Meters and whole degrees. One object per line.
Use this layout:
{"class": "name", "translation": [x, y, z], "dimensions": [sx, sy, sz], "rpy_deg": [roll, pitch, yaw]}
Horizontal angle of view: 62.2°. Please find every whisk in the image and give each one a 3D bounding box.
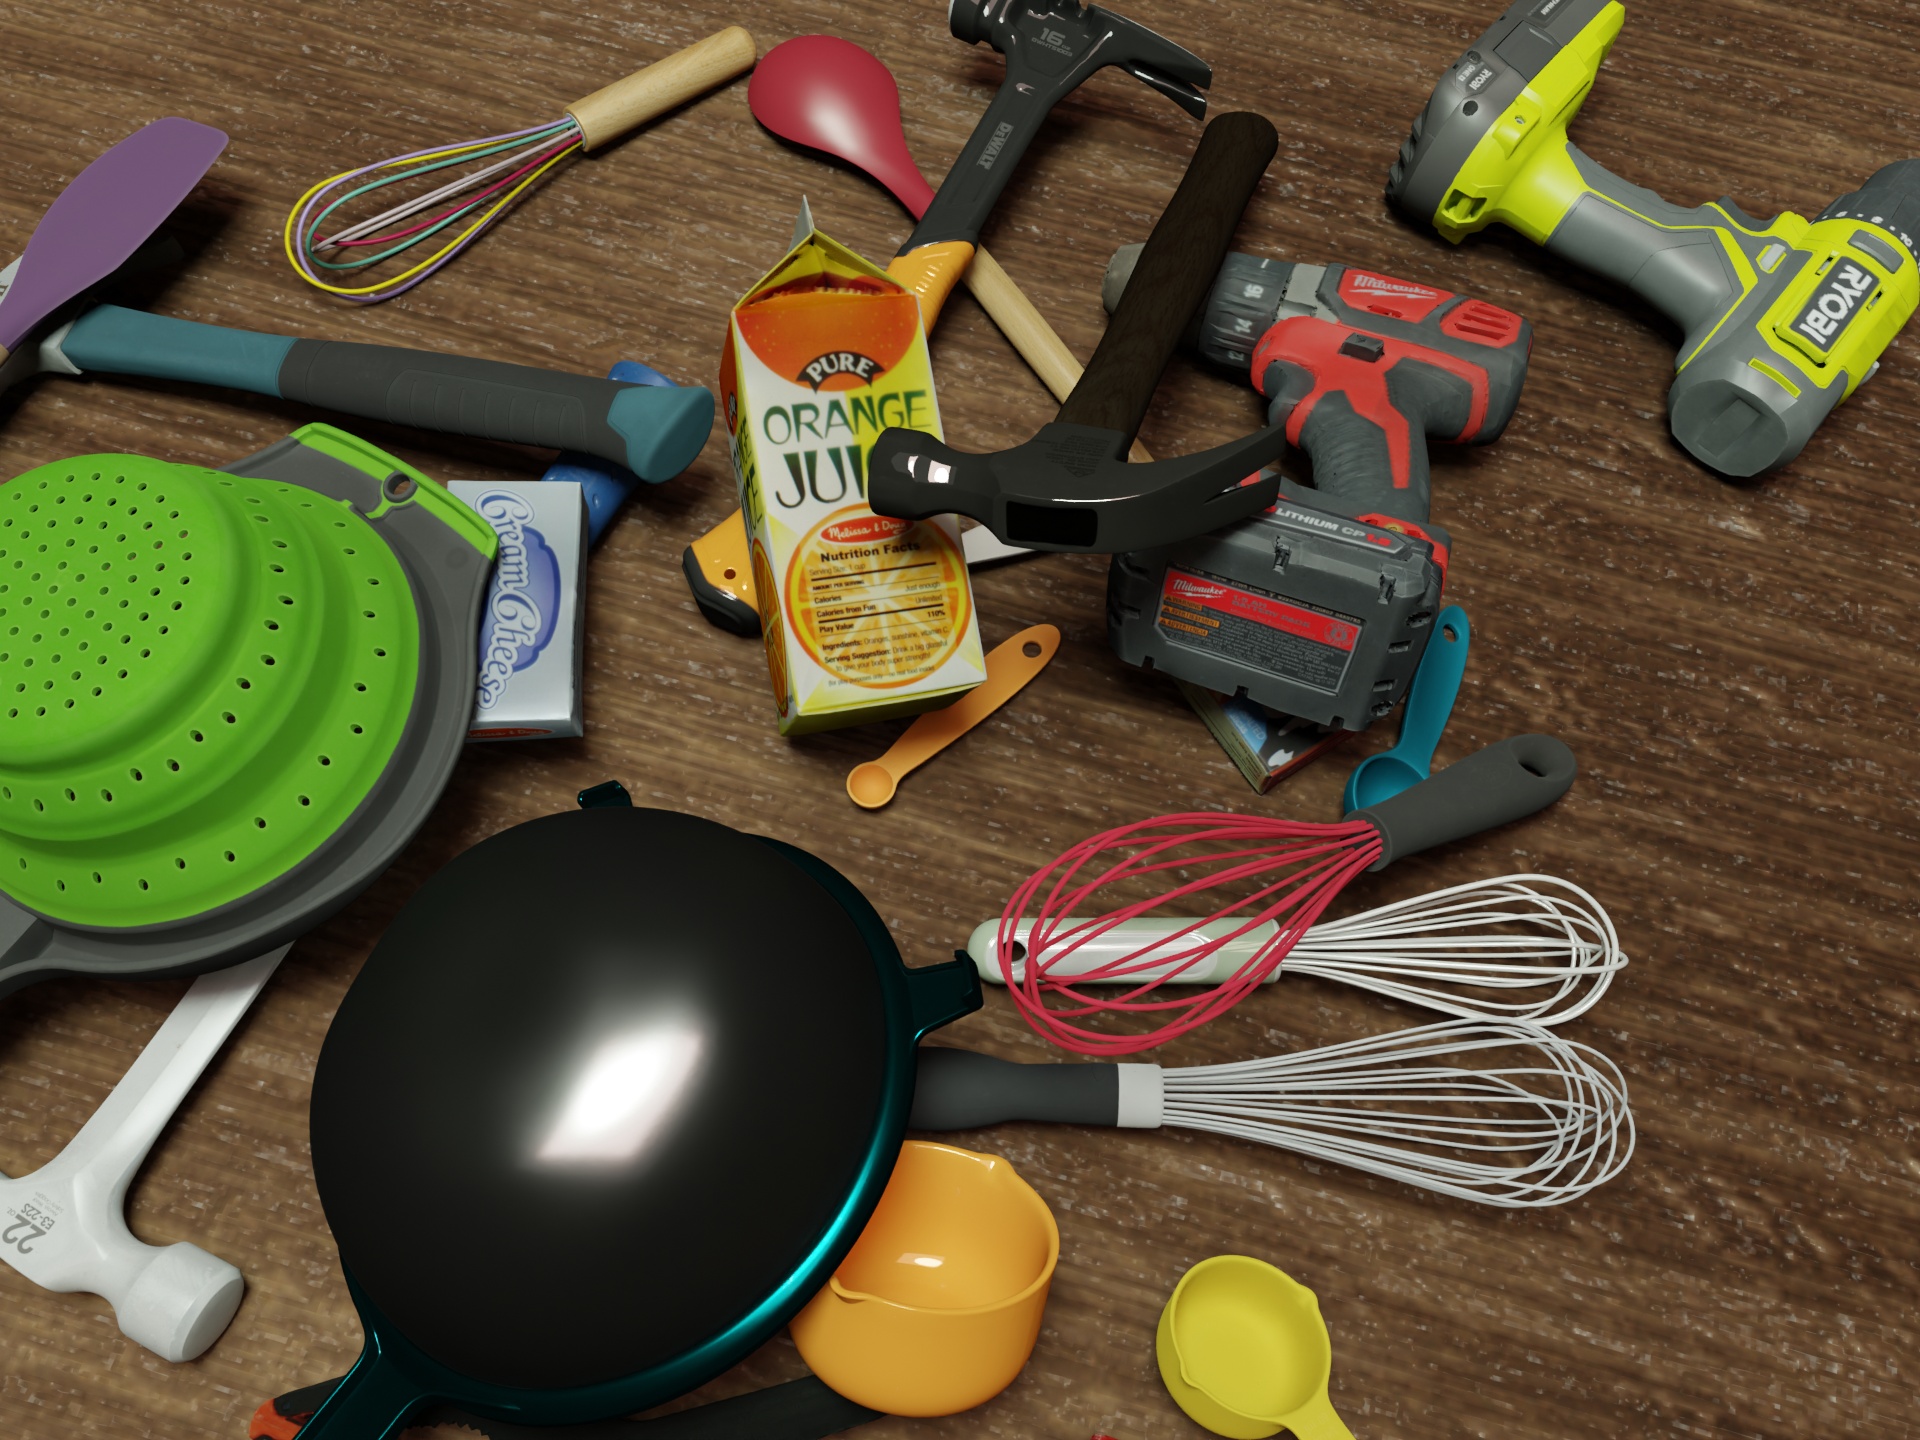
{"class": "whisk", "translation": [0.096, 0.135, 0.572], "dimensions": [0.284, 0.070, 0.070], "rpy_deg": [2, 66, 3]}
{"class": "whisk", "translation": [0.131, 0.047, 0.566], "dimensions": [0.295, 0.073, 0.073], "rpy_deg": [-16, 66, -36]}
{"class": "whisk", "translation": [-0.198, -0.267, 0.734], "dimensions": [0.245, 0.051, 0.047], "rpy_deg": [-36, 67, -20]}
{"class": "whisk", "translation": [0.126, 0.087, 0.598], "dimensions": [0.246, 0.059, 0.058], "rpy_deg": [0, 94, 1]}

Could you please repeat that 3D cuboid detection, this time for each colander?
{"class": "colander", "translation": [-0.324, 0.042, 0.515], "dimensions": [0.204, 0.094, 0.397], "rpy_deg": [30, 72, 18]}

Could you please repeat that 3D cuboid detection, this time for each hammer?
{"class": "hammer", "translation": [0.082, -0.167, 0.630], "dimensions": [0.130, 0.031, 0.331], "rpy_deg": [12, 44, 15]}
{"class": "hammer", "translation": [-0.263, -0.142, 0.658], "dimensions": [0.331, 0.033, 0.128], "rpy_deg": [11, 65, 10]}
{"class": "hammer", "translation": [-0.228, 0.019, 0.610], "dimensions": [0.144, 0.035, 0.406], "rpy_deg": [26, 67, 8]}
{"class": "hammer", "translation": [-0.014, -0.181, 0.691], "dimensions": [0.127, 0.034, 0.337], "rpy_deg": [26, 74, 9]}

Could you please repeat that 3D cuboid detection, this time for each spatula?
{"class": "spatula", "translation": [-0.407, -0.133, 0.638], "dimensions": [0.060, 0.018, 0.316], "rpy_deg": [20, 67, 19]}

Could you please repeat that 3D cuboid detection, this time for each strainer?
{"class": "strainer", "translation": [-0.162, 0.148, 0.481], "dimensions": [0.211, 0.095, 0.340], "rpy_deg": [21, 62, 33]}

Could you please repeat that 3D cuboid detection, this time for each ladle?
{"class": "ladle", "translation": [0.001, -0.213, 0.732], "dimensions": [0.069, 0.031, 0.316], "rpy_deg": [-32, 74, -14]}

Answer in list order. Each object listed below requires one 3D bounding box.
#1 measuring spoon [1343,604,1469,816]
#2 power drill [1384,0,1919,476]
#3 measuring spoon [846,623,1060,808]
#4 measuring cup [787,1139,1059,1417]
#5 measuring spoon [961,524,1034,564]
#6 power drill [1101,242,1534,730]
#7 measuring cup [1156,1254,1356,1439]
{"class": "measuring spoon", "translation": [0.185, 0.003, 0.656], "dimensions": [0.042, 0.021, 0.129], "rpy_deg": [34, 58, -10]}
{"class": "power drill", "translation": [0.335, -0.242, 0.738], "dimensions": [0.228, 0.080, 0.190], "rpy_deg": [40, 70, 10]}
{"class": "measuring spoon", "translation": [-0.001, -0.002, 0.649], "dimensions": [0.021, 0.011, 0.117], "rpy_deg": [42, 67, 18]}
{"class": "measuring cup", "translation": [-0.050, 0.174, 0.544], "dimensions": [0.174, 0.052, 0.095], "rpy_deg": [18, 21, 29]}
{"class": "measuring spoon", "translation": [0.020, -0.075, 0.681], "dimensions": [0.124, 0.018, 0.034], "rpy_deg": [-18, 69, -18]}
{"class": "power drill", "translation": [0.126, -0.117, 0.651], "dimensions": [0.188, 0.080, 0.227], "rpy_deg": [19, 50, 11]}
{"class": "measuring cup", "translation": [0.121, 0.249, 0.518], "dimensions": [0.062, 0.029, 0.157], "rpy_deg": [-18, 56, -33]}
